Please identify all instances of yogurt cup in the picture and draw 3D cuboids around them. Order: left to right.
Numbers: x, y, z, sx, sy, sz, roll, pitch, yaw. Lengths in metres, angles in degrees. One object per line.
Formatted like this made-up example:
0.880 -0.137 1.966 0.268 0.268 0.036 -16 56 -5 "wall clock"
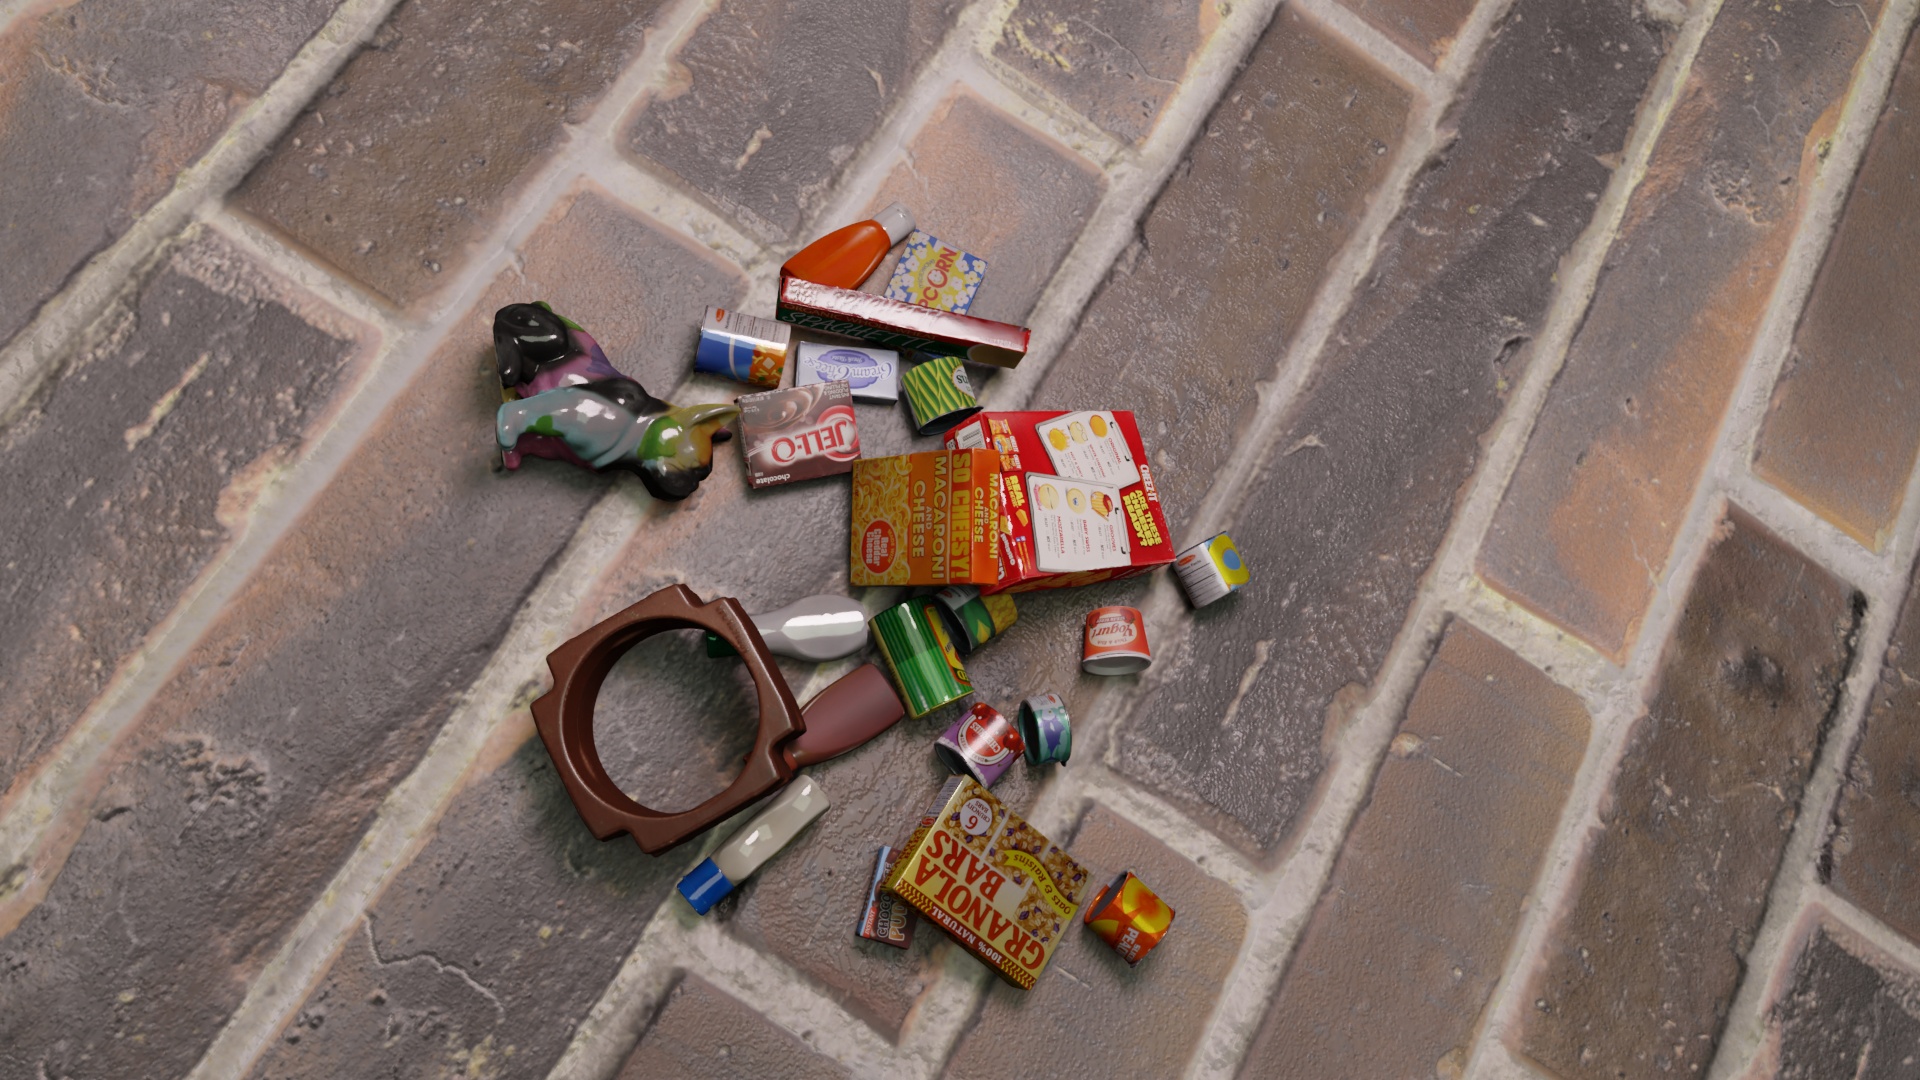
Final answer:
0.152 0.098 1.365 0.072 0.072 0.054 4 66 -13 "yogurt cup"

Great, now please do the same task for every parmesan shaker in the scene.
-0.037 0.110 1.310 0.071 0.071 0.103 -22 81 -18 "parmesan shaker"

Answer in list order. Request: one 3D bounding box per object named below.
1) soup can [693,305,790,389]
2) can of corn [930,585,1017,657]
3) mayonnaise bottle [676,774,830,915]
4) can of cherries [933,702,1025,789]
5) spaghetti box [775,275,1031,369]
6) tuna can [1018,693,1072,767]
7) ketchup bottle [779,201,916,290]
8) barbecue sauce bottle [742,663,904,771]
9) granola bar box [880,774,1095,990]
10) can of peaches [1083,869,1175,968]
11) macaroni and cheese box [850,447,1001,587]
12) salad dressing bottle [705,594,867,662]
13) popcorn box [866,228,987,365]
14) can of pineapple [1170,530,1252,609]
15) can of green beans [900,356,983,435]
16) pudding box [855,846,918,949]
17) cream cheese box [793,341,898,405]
-0.214 -0.186 1.355 0.084 0.071 0.071 12 73 -11 "soup can"
0.014 0.069 1.339 0.058 0.071 0.071 -32 85 -19 "can of corn"
-0.184 0.271 1.238 0.148 0.064 0.041 -40 91 -16 "mayonnaise bottle"
0.019 0.193 1.301 0.058 0.071 0.071 -42 88 -20 "can of cherries"
-0.058 -0.213 1.365 0.250 0.050 0.029 10 74 -10 "spaghetti box"
0.080 0.183 1.323 0.033 0.071 0.071 -7 77 -14 "tuna can"
-0.110 -0.293 1.419 0.149 0.043 0.065 -40 88 -20 "ketchup bottle"
-0.129 0.176 1.286 0.149 0.043 0.065 -31 81 -19 "barbecue sauce bottle"
0.026 0.311 1.268 0.165 0.039 0.125 40 66 -15 "granola bar box"
0.156 0.351 1.292 0.058 0.071 0.071 42 70 1 "can of peaches"
-0.034 -0.019 1.290 0.040 0.166 0.123 4 85 -44 "macaroni and cheese box"
-0.164 0.085 1.303 0.148 0.044 0.064 -4 78 -13 "salad dressing bottle"
-0.035 -0.247 1.427 0.085 0.038 0.127 25 71 -7 "popcorn box"
0.254 0.030 1.407 0.071 0.071 0.058 -25 83 -18 "can of pineapple"
-0.021 -0.144 1.388 0.071 0.071 0.058 -17 79 -17 "can of green beans"
-0.060 0.325 1.267 0.050 0.030 0.084 19 71 -8 "pudding box"
-0.114 -0.167 1.393 0.104 0.024 0.053 4 76 -12 "cream cheese box"
